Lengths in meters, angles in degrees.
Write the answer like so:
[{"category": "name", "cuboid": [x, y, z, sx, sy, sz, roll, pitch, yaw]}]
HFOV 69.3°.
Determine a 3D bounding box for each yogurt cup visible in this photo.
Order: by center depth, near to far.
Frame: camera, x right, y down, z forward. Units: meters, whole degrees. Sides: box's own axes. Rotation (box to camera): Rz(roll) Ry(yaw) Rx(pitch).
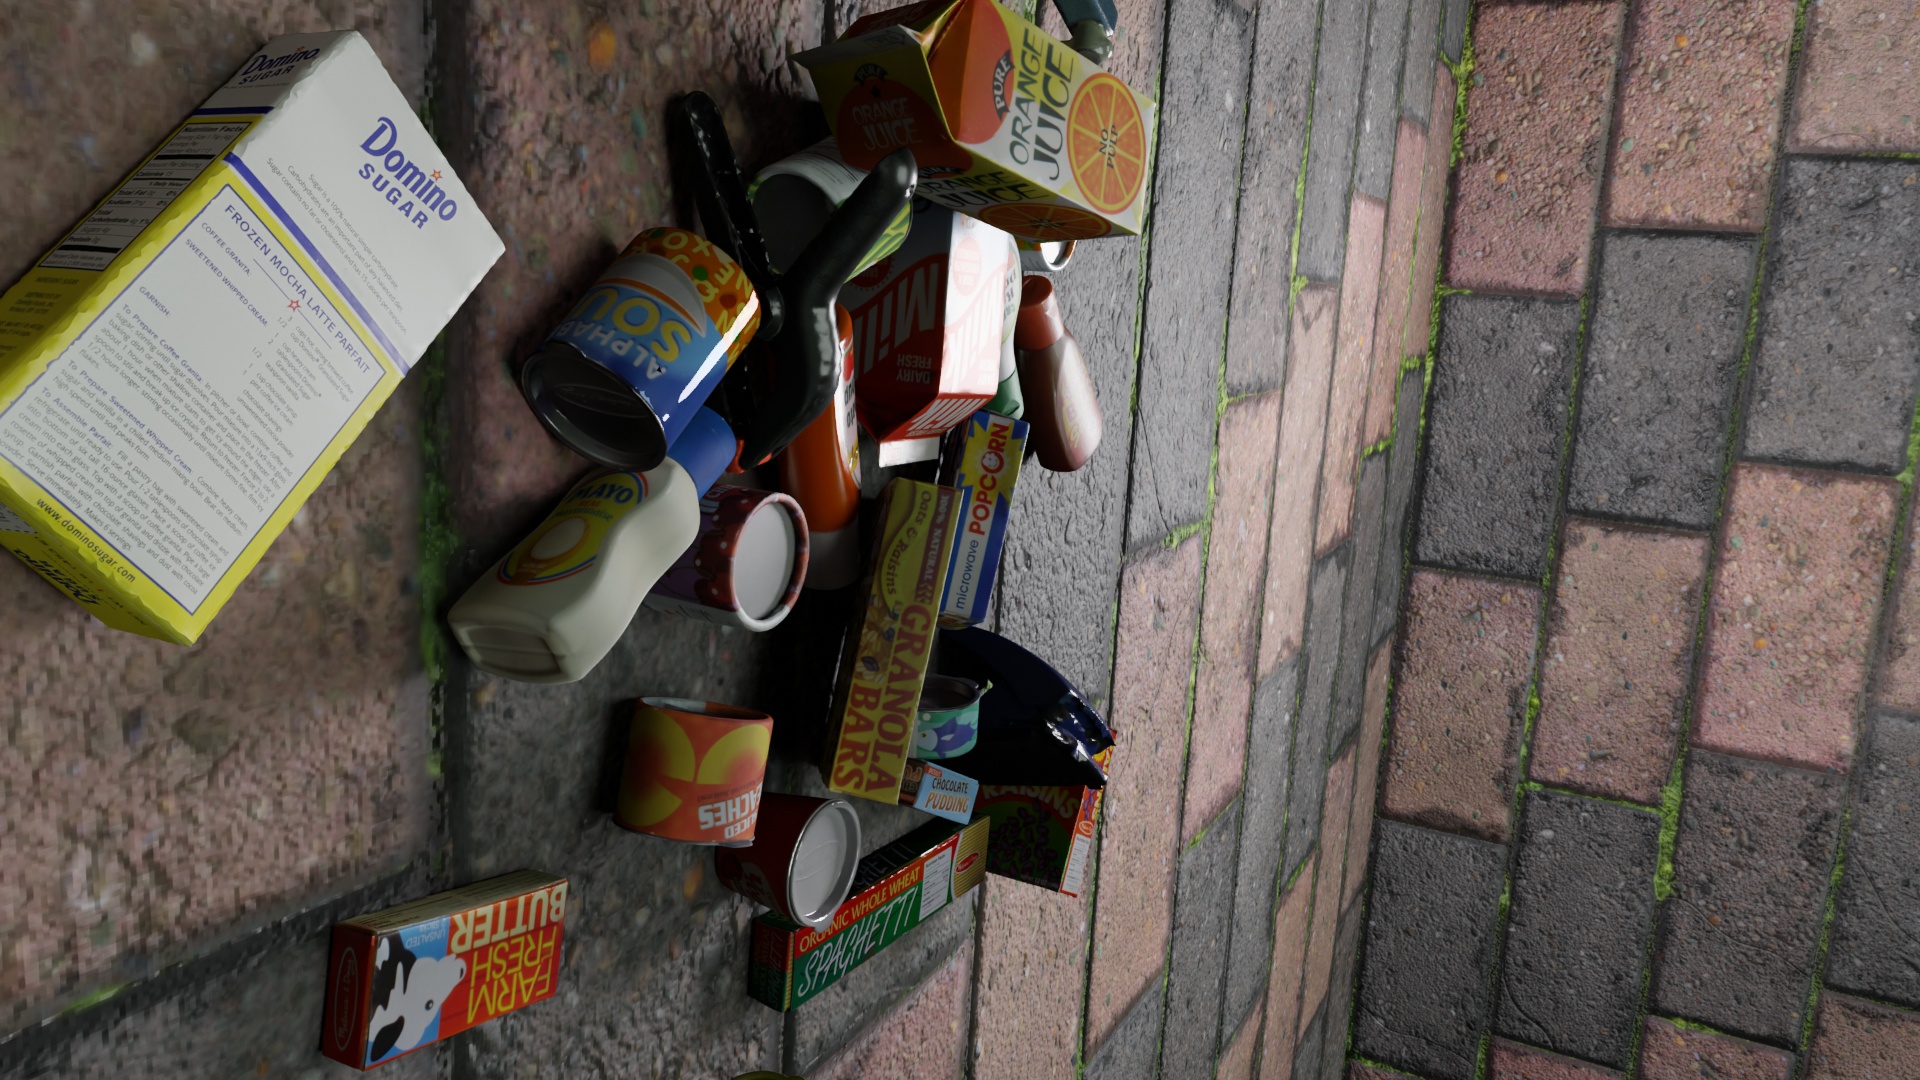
[{"category": "yogurt cup", "cuboid": [-0.093, 0.166, 0.743, 0.073, 0.054, 0.072, -29, 123, -58]}]

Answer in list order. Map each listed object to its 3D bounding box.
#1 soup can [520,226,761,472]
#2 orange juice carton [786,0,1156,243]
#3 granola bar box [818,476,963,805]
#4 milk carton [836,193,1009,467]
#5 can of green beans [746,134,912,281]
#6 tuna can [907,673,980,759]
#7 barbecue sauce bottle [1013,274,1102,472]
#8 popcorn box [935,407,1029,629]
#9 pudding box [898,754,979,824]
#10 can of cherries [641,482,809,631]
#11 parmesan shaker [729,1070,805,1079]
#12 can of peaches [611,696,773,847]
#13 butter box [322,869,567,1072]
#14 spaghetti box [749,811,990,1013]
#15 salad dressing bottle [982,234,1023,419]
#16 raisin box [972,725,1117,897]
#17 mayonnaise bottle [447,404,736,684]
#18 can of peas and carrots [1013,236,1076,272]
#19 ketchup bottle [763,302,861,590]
[{"category": "soup can", "cuboid": [-0.131, -0.082, 0.577, 0.084, 0.071, 0.071, -62, 148, -35]}, {"category": "orange juice carton", "cuboid": [0.010, -0.203, 0.666, 0.193, 0.072, 0.073, 9, 87, -49]}, {"category": "granola bar box", "cuboid": [-0.042, 0.054, 0.763, 0.124, 0.039, 0.165, 152, -50, -81]}, {"category": "milk carton", "cuboid": [-0.022, -0.137, 0.770, 0.072, 0.073, 0.190, -13, 110, -61]}, {"category": "can of green beans", "cuboid": [-0.066, -0.160, 0.684, 0.058, 0.071, 0.071, -46, 137, -49]}, {"category": "tuna can", "cuboid": [-0.020, 0.107, 0.854, 0.071, 0.071, 0.032, -21, 118, -60]}, {"category": "barbecue sauce bottle", "cuboid": [0.063, -0.118, 0.977, 0.065, 0.043, 0.148, -62, 147, -32]}, {"category": "popcorn box", "cuboid": [0.003, -0.011, 0.853, 0.085, 0.038, 0.127, 144, -40, -78]}, {"category": "pudding box", "cuboid": [-0.028, 0.154, 0.873, 0.083, 0.049, 0.030, 38, 66, -60]}, {"category": "can of cherries", "cuboid": [-0.112, 0.003, 0.651, 0.072, 0.058, 0.071, -30, 125, -57]}, {"category": "parmesan shaker", "cuboid": [-0.098, 0.347, 0.769, 0.072, 0.071, 0.102, -59, 146, -37]}, {"category": "can of peaches", "cuboid": [-0.122, 0.107, 0.648, 0.071, 0.071, 0.058, 15, 84, -63]}, {"category": "butter box", "cuboid": [-0.203, 0.169, 0.558, 0.103, 0.024, 0.053, 2, 95, -63]}, {"category": "spaghetti box", "cuboid": [-0.049, 0.225, 0.875, 0.251, 0.029, 0.050, -10, 107, -62]}, {"category": "salad dressing bottle", "cuboid": [0.012, -0.136, 0.867, 0.064, 0.044, 0.147, -36, 138, -22]}, {"category": "raisin box", "cuboid": [0.056, 0.186, 1.008, 0.040, 0.086, 0.123, 38, 64, -58]}, {"category": "mayonnaise bottle", "cuboid": [-0.145, -0.003, 0.583, 0.149, 0.065, 0.041, -60, 143, -44]}, {"category": "can of peas and carrots", "cuboid": [0.037, -0.207, 0.882, 0.071, 0.059, 0.070, -30, 125, -58]}, {"category": "ketchup bottle", "cuboid": [-0.074, -0.045, 0.720, 0.065, 0.043, 0.148, -91, 180, -59]}]
